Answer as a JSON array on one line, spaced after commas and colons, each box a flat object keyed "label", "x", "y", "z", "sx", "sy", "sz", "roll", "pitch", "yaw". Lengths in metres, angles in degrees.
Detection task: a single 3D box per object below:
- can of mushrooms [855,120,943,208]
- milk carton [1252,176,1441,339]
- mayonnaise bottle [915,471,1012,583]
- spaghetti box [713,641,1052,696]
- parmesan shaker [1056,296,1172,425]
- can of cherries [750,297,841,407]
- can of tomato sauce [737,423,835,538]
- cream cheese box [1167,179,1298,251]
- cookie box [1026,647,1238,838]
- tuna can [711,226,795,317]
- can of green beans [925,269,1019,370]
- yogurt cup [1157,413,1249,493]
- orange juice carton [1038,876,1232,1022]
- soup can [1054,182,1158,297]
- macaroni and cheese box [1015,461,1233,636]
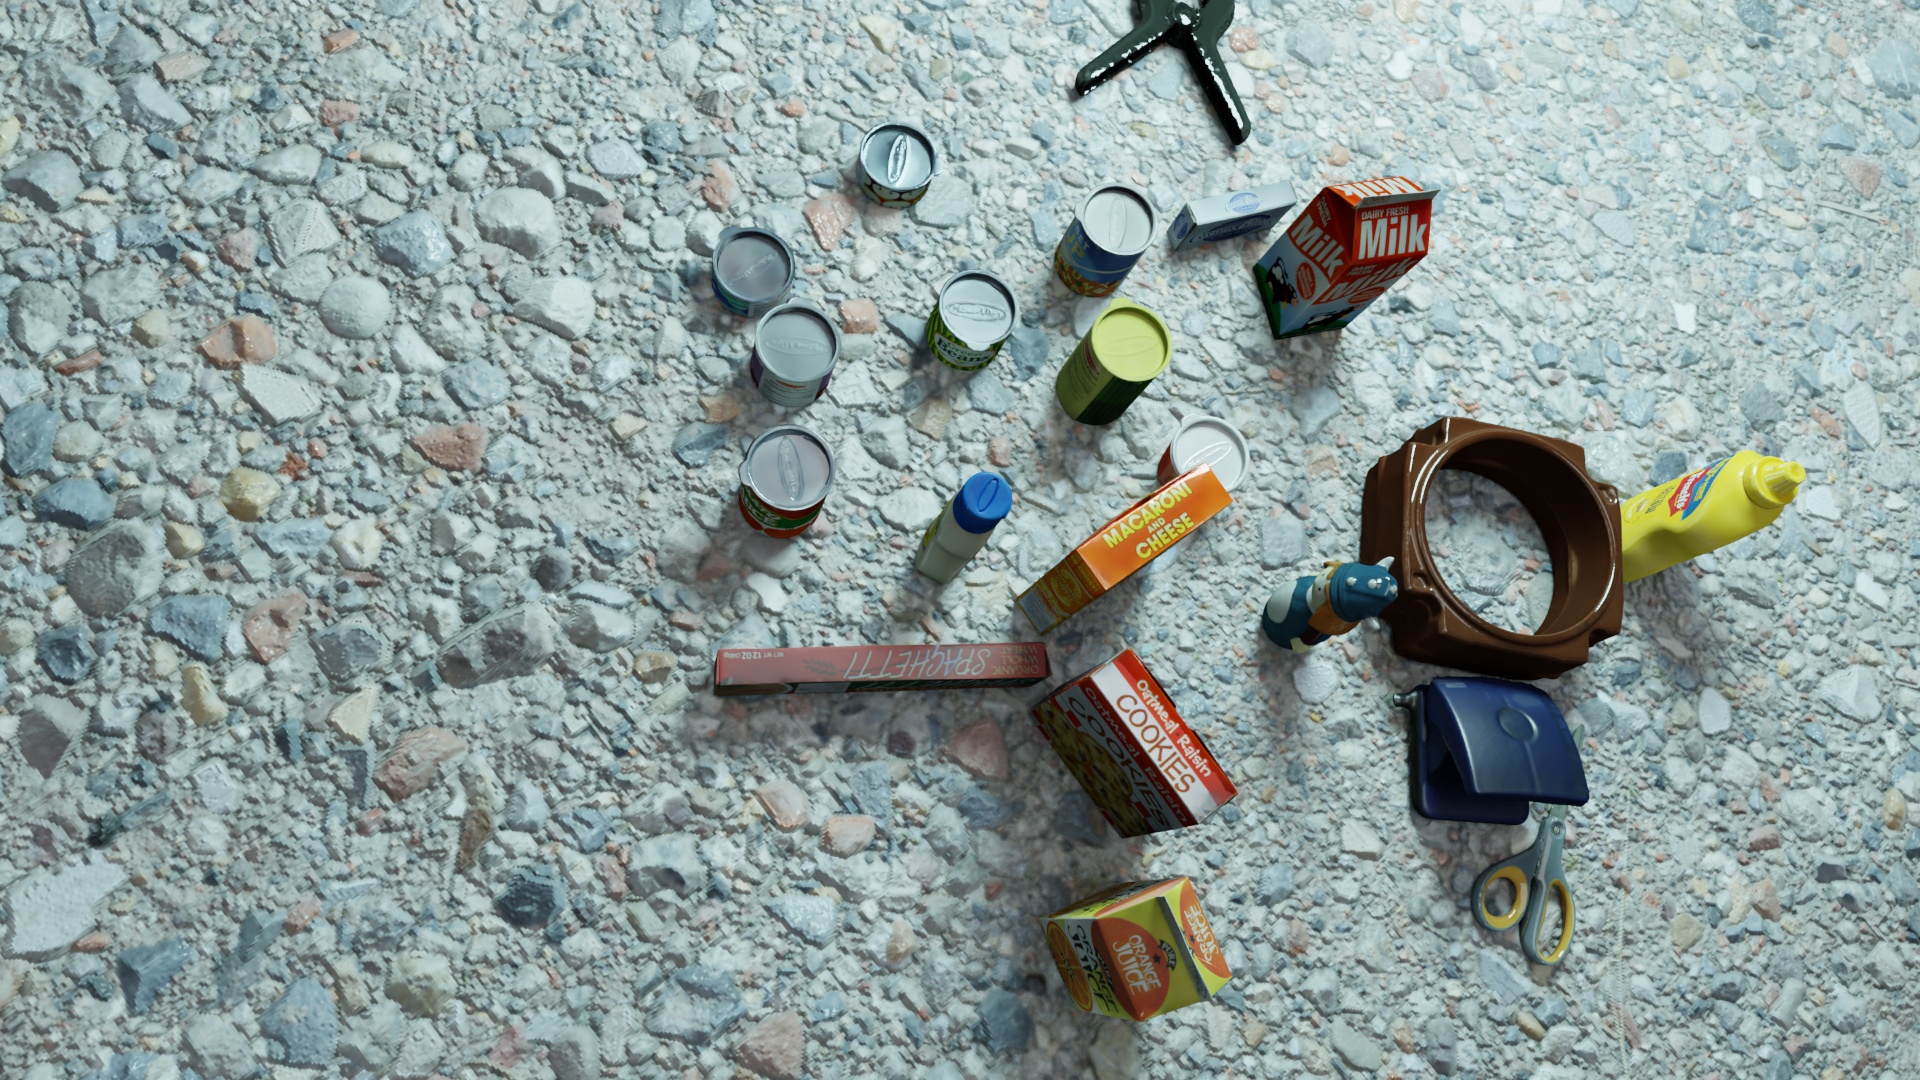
[{"label": "can of mushrooms", "x": -0.052, "y": -0.316, "z": 1.170, "sx": 0.071, "sy": 0.033, "sz": 0.071, "roll": 3, "pitch": 74, "yaw": -12}, {"label": "milk carton", "x": 0.319, "y": -0.240, "z": 1.148, "sx": 0.072, "sy": 0.190, "sz": 0.073, "roll": -10, "pitch": 77, "yaw": -15}, {"label": "mayonnaise bottle", "x": 0.004, "y": -0.013, "z": 1.035, "sx": 0.041, "sy": 0.147, "sz": 0.065, "roll": 29, "pitch": 71, "yaw": -3}, {"label": "spaghetti box", "x": -0.058, "y": 0.096, "z": 1.041, "sx": 0.250, "sy": 0.050, "sz": 0.029, "roll": 0, "pitch": 75, "yaw": -13}, {"label": "parmesan shaker", "x": 0.122, "y": -0.143, "z": 1.123, "sx": 0.071, "sy": 0.102, "sz": 0.071, "roll": 3, "pitch": 74, "yaw": -12}, {"label": "can of cherries", "x": -0.130, "y": -0.147, "z": 1.091, "sx": 0.071, "sy": 0.058, "sz": 0.071, "roll": 3, "pitch": 74, "yaw": -12}, {"label": "can of tomato sauce", "x": -0.134, "y": -0.042, "z": 1.047, "sx": 0.071, "sy": 0.083, "sz": 0.071, "roll": 3, "pitch": 74, "yaw": -12}, {"label": "cream cheese box", "x": 0.237, "y": -0.284, "z": 1.216, "sx": 0.104, "sy": 0.053, "sz": 0.024, "roll": -16, "pitch": 79, "yaw": -16}, {"label": "cookie box", "x": 0.120, "y": 0.150, "z": 1.003, "sx": 0.040, "sy": 0.167, "sz": 0.123, "roll": -35, "pitch": 84, "yaw": -19}, {"label": "tuna can", "x": -0.169, "y": -0.217, "z": 1.116, "sx": 0.071, "sy": 0.032, "sz": 0.071, "roll": 3, "pitch": 74, "yaw": -12}, {"label": "can of green beans", "x": 0.009, "y": -0.179, "z": 1.131, "sx": 0.071, "sy": 0.057, "sz": 0.071, "roll": 3, "pitch": 74, "yaw": -12}, {"label": "yogurt cup", "x": 0.197, "y": -0.062, "z": 1.142, "sx": 0.072, "sy": 0.053, "sz": 0.072, "roll": 3, "pitch": 74, "yaw": -12}, {"label": "orange juice carton", "x": 0.122, "y": 0.279, "z": 0.953, "sx": 0.073, "sy": 0.192, "sz": 0.072, "roll": -20, "pitch": 80, "yaw": -17}, {"label": "soup can", "x": 0.118, "y": -0.251, "z": 1.163, "sx": 0.071, "sy": 0.083, "sz": 0.071, "roll": 3, "pitch": 74, "yaw": -12}, {"label": "macaroni and cheese box", "x": 0.118, "y": 0.009, "z": 1.044, "sx": 0.124, "sy": 0.166, "sz": 0.040, "roll": -33, "pitch": 84, "yaw": -19}]
